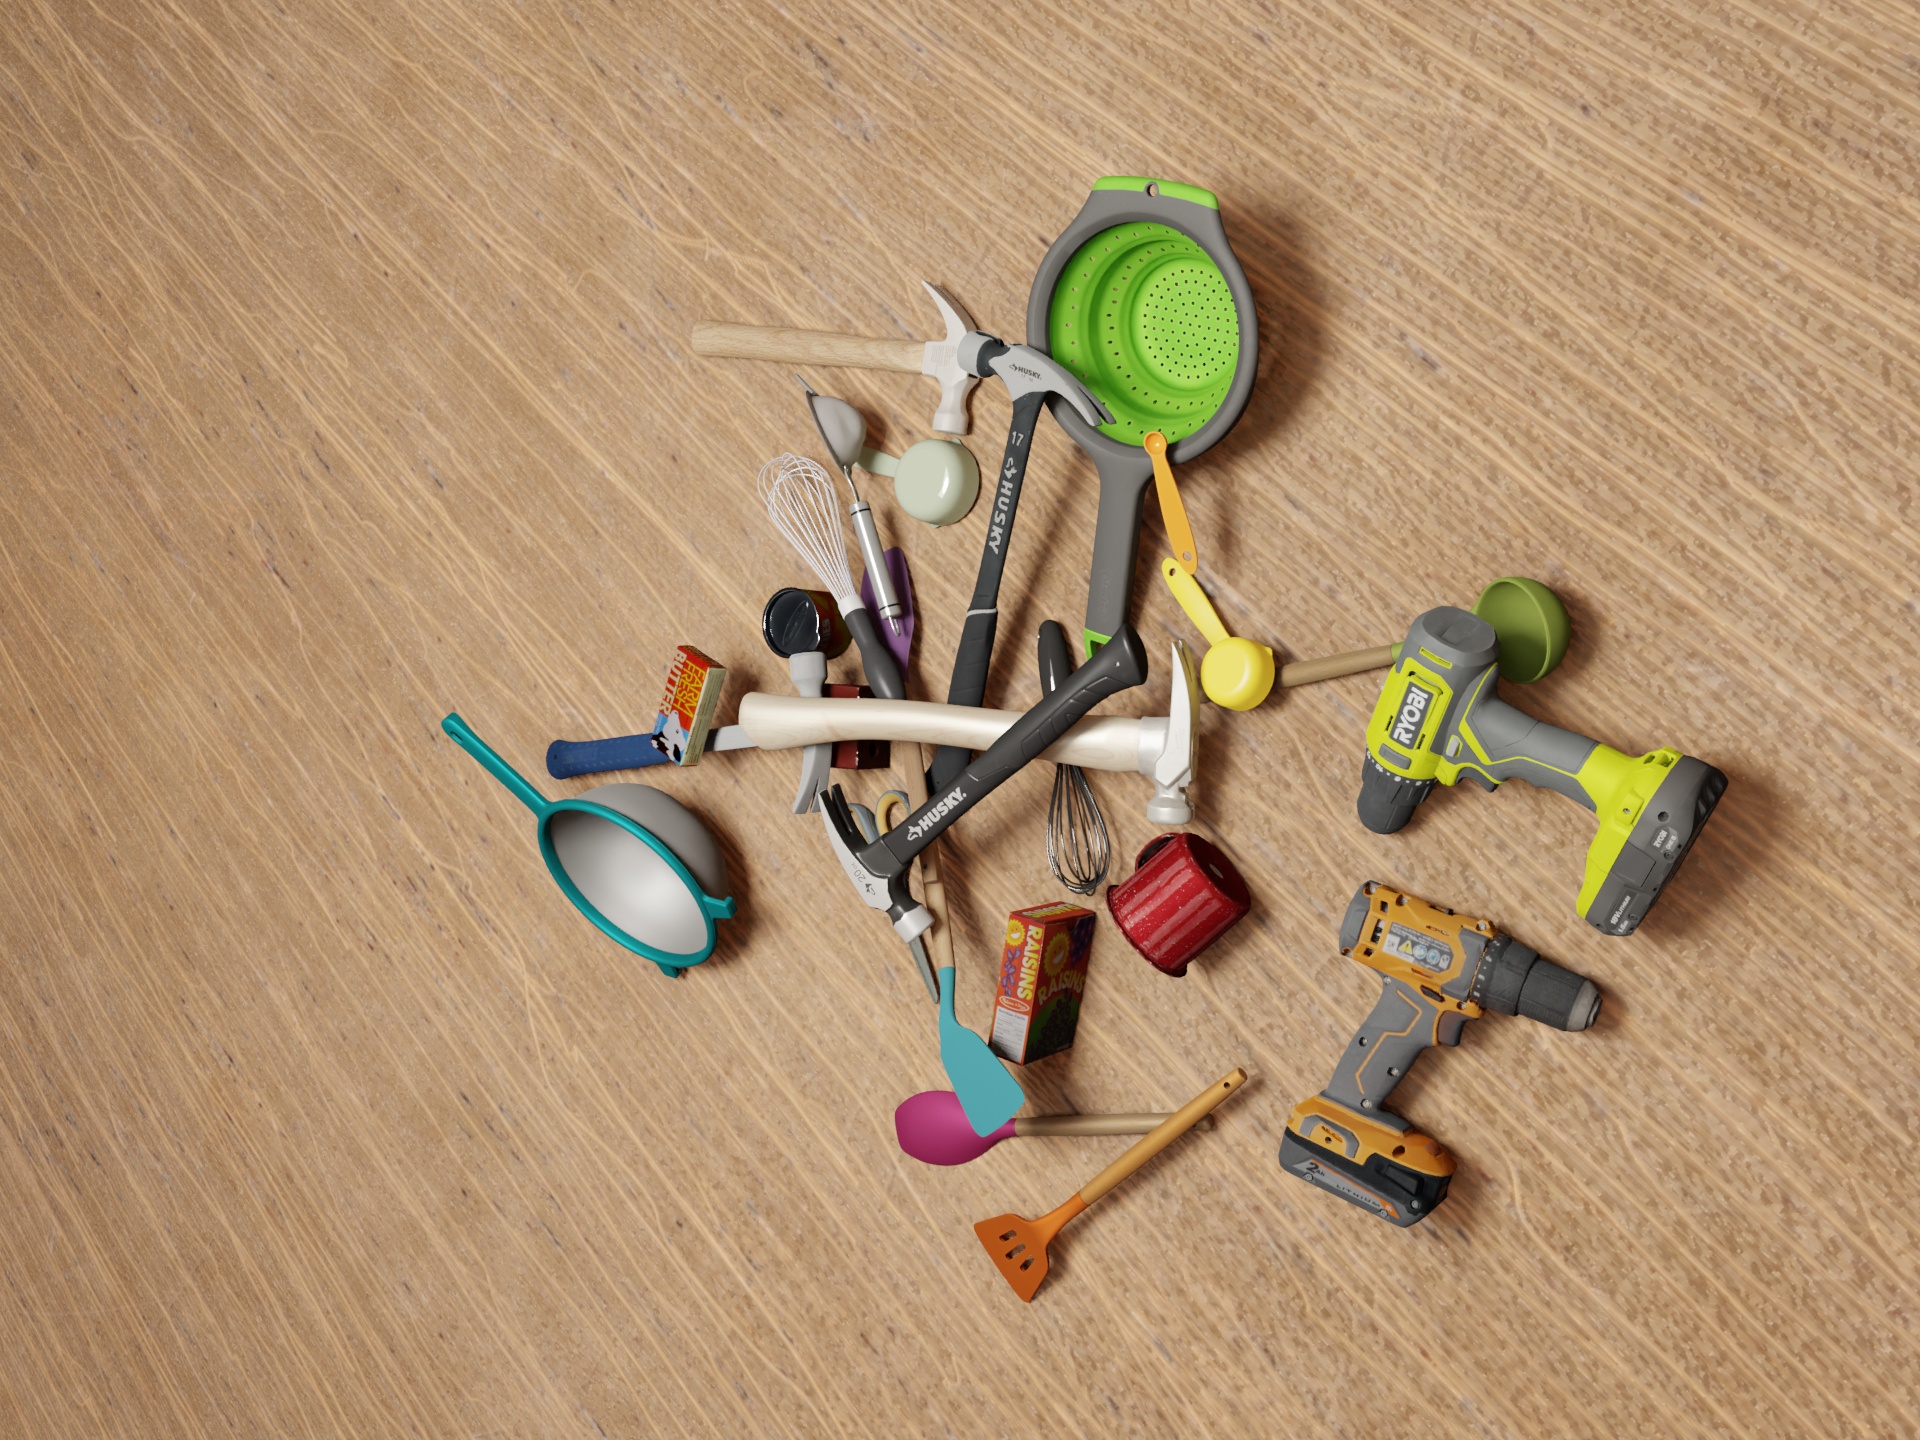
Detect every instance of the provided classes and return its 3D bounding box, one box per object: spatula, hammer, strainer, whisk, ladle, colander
[{"bbox_3d":[0.124,0.381,1.326,0.322,0.041,0.081,-46,72,25],"label":"spatula"},{"bbox_3d":[0.027,-0.107,1.335,0.149,0.036,0.408,29,120,33],"label":"hammer"},{"bbox_3d":[0.022,0.034,1.283,0.334,0.035,0.146,-42,84,27],"label":"hammer"},{"bbox_3d":[-0.090,-0.198,1.430,0.050,0.087,0.258,-18,85,11],"label":"strainer"},{"bbox_3d":[0.090,0.031,1.348,0.055,0.055,0.239,-13,79,32],"label":"whisk"},{"bbox_3d":[-0.002,-0.004,1.330,0.411,0.038,0.146,4,99,24],"label":"hammer"},{"bbox_3d":[-0.051,-0.007,1.422,0.060,0.018,0.316,-23,67,32],"label":"spatula"},{"bbox_3d":[-0.006,0.193,1.361,0.082,0.044,0.318,-53,37,44],"label":"spatula"},{"bbox_3d":[-0.122,-0.349,1.485,0.331,0.031,0.130,14,98,32],"label":"hammer"},{"bbox_3d":[-0.110,-0.129,1.449,0.070,0.070,0.285,-37,66,27],"label":"whisk"},{"bbox_3d":[-0.272,0.029,1.548,0.405,0.035,0.144,-7,85,41],"label":"hammer"},{"bbox_3d":[-0.347,0.091,1.543,0.340,0.095,0.211,42,142,-1],"label":"strainer"},{"bbox_3d":[0.299,-0.044,1.205,0.320,0.062,0.078,-12,93,35],"label":"ladle"},{"bbox_3d":[0.154,-0.233,1.287,0.205,0.094,0.396,20,119,31],"label":"colander"}]

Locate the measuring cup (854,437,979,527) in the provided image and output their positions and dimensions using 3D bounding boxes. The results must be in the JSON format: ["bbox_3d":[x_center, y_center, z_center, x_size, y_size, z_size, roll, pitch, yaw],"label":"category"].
[{"bbox_3d":[-0.060,-0.228,1.441,0.168,0.038,0.083,23,103,32],"label":"measuring cup"}]

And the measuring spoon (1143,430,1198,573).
[{"bbox_3d":[0.166,-0.169,1.236,0.021,0.011,0.117,-5,111,40],"label":"measuring spoon"}]

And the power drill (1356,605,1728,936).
[{"bbox_3d":[0.390,0.048,1.114,0.229,0.080,0.190,33,136,26],"label":"power drill"}]

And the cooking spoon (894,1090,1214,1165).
[{"bbox_3d":[0.072,0.351,1.375,0.319,0.017,0.069,-11,87,32],"label":"cooking spoon"}]

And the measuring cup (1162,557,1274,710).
[{"bbox_3d":[0.194,-0.075,1.269,0.062,0.029,0.157,-46,55,27],"label":"measuring cup"}]

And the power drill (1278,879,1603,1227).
[{"bbox_3d":[0.347,0.251,1.165,0.185,0.084,0.226,21,97,29],"label":"power drill"}]
